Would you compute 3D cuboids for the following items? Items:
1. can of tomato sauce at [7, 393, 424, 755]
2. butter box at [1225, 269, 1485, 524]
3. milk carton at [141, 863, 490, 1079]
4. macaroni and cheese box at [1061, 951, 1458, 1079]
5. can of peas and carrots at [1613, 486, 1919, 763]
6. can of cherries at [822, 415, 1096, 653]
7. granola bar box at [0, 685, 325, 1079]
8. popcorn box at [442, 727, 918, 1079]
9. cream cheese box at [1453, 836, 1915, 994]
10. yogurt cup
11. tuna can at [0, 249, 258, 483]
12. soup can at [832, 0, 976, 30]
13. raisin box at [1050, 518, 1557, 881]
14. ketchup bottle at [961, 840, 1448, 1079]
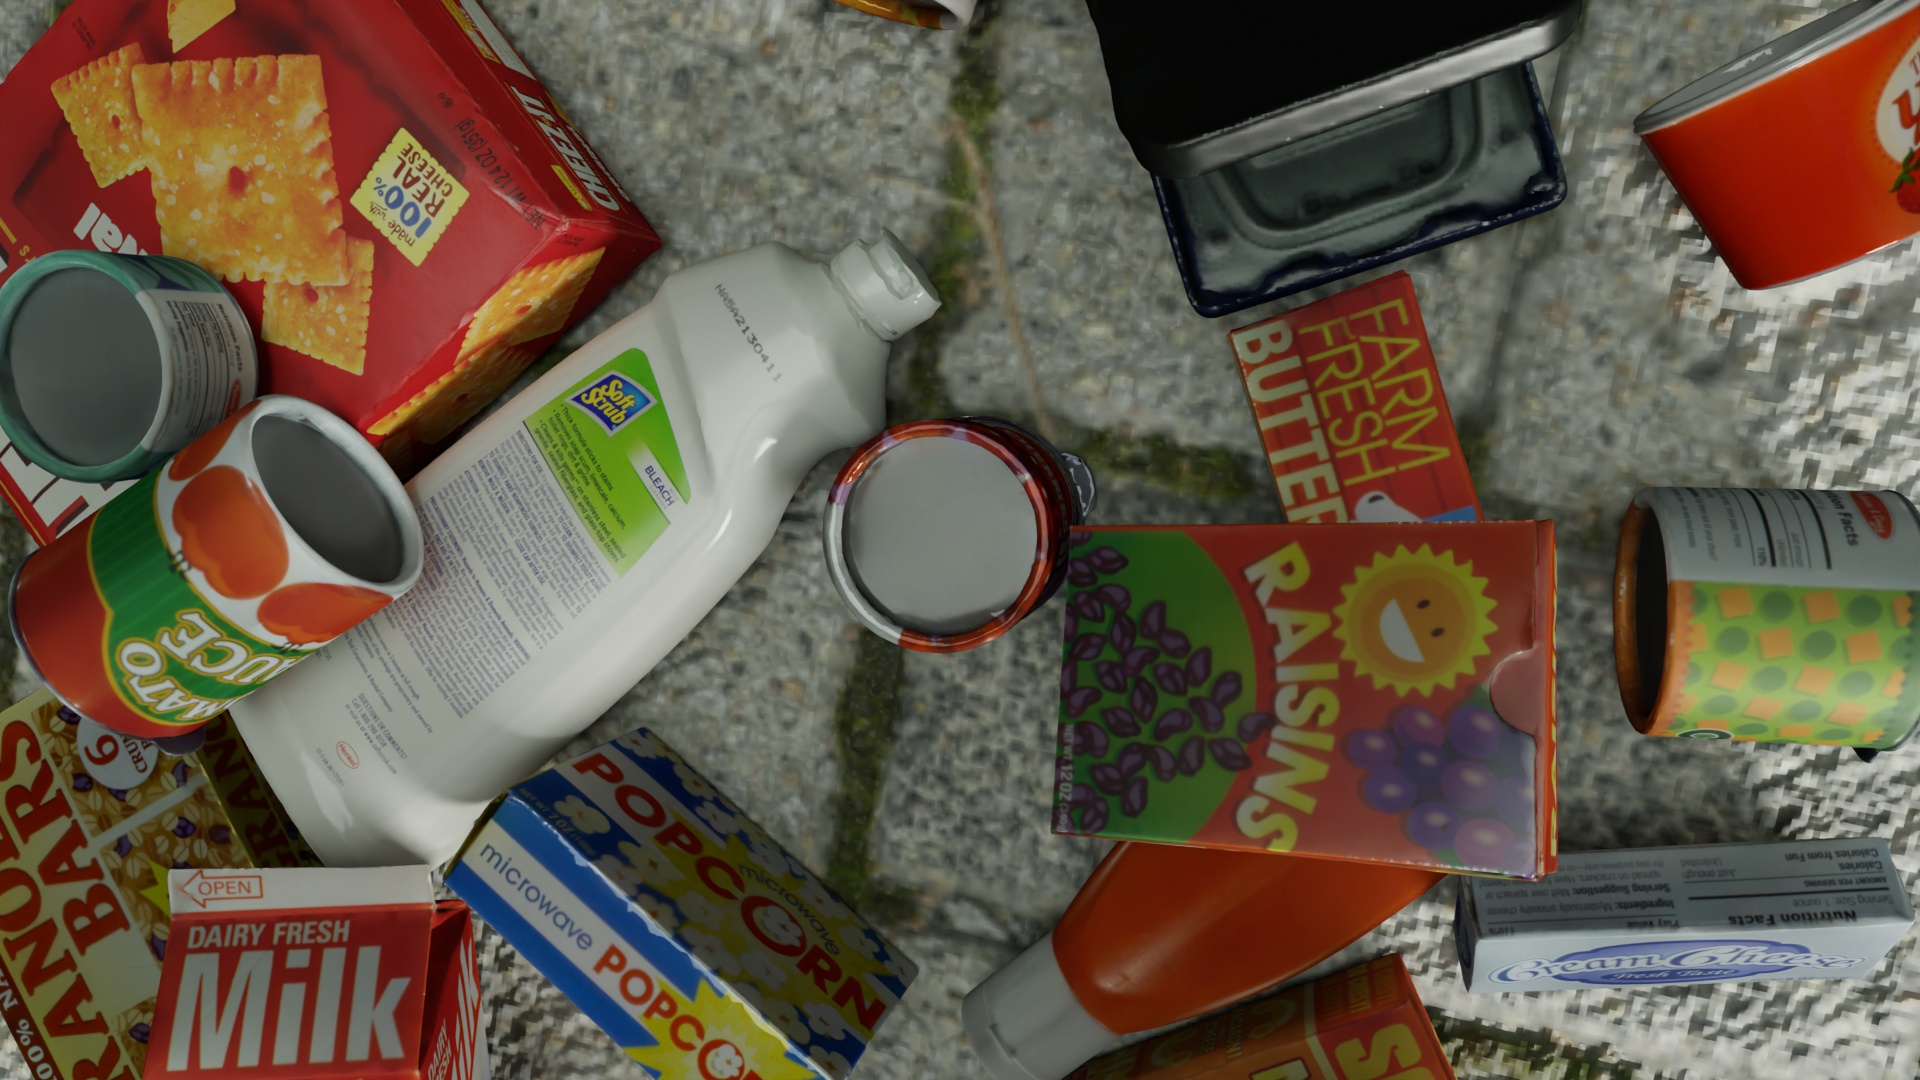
[{"bbox_3d":[-0.204,0.009,0.389,0.083,0.071,0.071,-31,87,11],"label":"can of tomato sauce"},{"bbox_3d":[0.116,-0.020,0.396,0.053,0.024,0.103,-17,90,14],"label":"butter box"},{"bbox_3d":[-0.186,0.176,0.419,0.072,0.074,0.189,0,114,-8],"label":"milk carton"},{"bbox_3d":[0.080,0.211,0.414,0.166,0.040,0.123,-26,89,14],"label":"macaroni and cheese box"},{"bbox_3d":[0.205,0.021,0.358,0.059,0.071,0.071,2,95,14],"label":"can of peas and carrots"},{"bbox_3d":[0.001,-0.005,0.406,0.071,0.058,0.071,1,95,14],"label":"can of cherries"},{"bbox_3d":[-0.286,0.129,0.493,0.124,0.039,0.165,-29,88,13],"label":"granola bar box"},{"bbox_3d":[-0.080,0.117,0.421,0.127,0.085,0.038,40,101,8],"label":"popcorn box"},{"bbox_3d":[0.188,0.101,0.373,0.104,0.053,0.024,-7,55,14],"label":"cream cheese box"},{"bbox_3d":[0.214,-0.099,0.348,0.072,0.072,0.054,-27,96,14],"label":"yogurt cup"},{"bbox_3d":[-0.244,-0.050,0.400,0.071,0.033,0.071,2,97,13],"label":"tuna can"},{"bbox_3d":[-0.019,-0.197,0.392,0.071,0.071,0.083,19,99,11],"label":"soup can"},{"bbox_3d":[0.089,0.039,0.363,0.123,0.040,0.086,0,77,27],"label":"raisin box"},{"bbox_3d":[0.066,0.108,0.406,0.148,0.043,0.065,-39,71,13],"label":"ketchup bottle"}]
